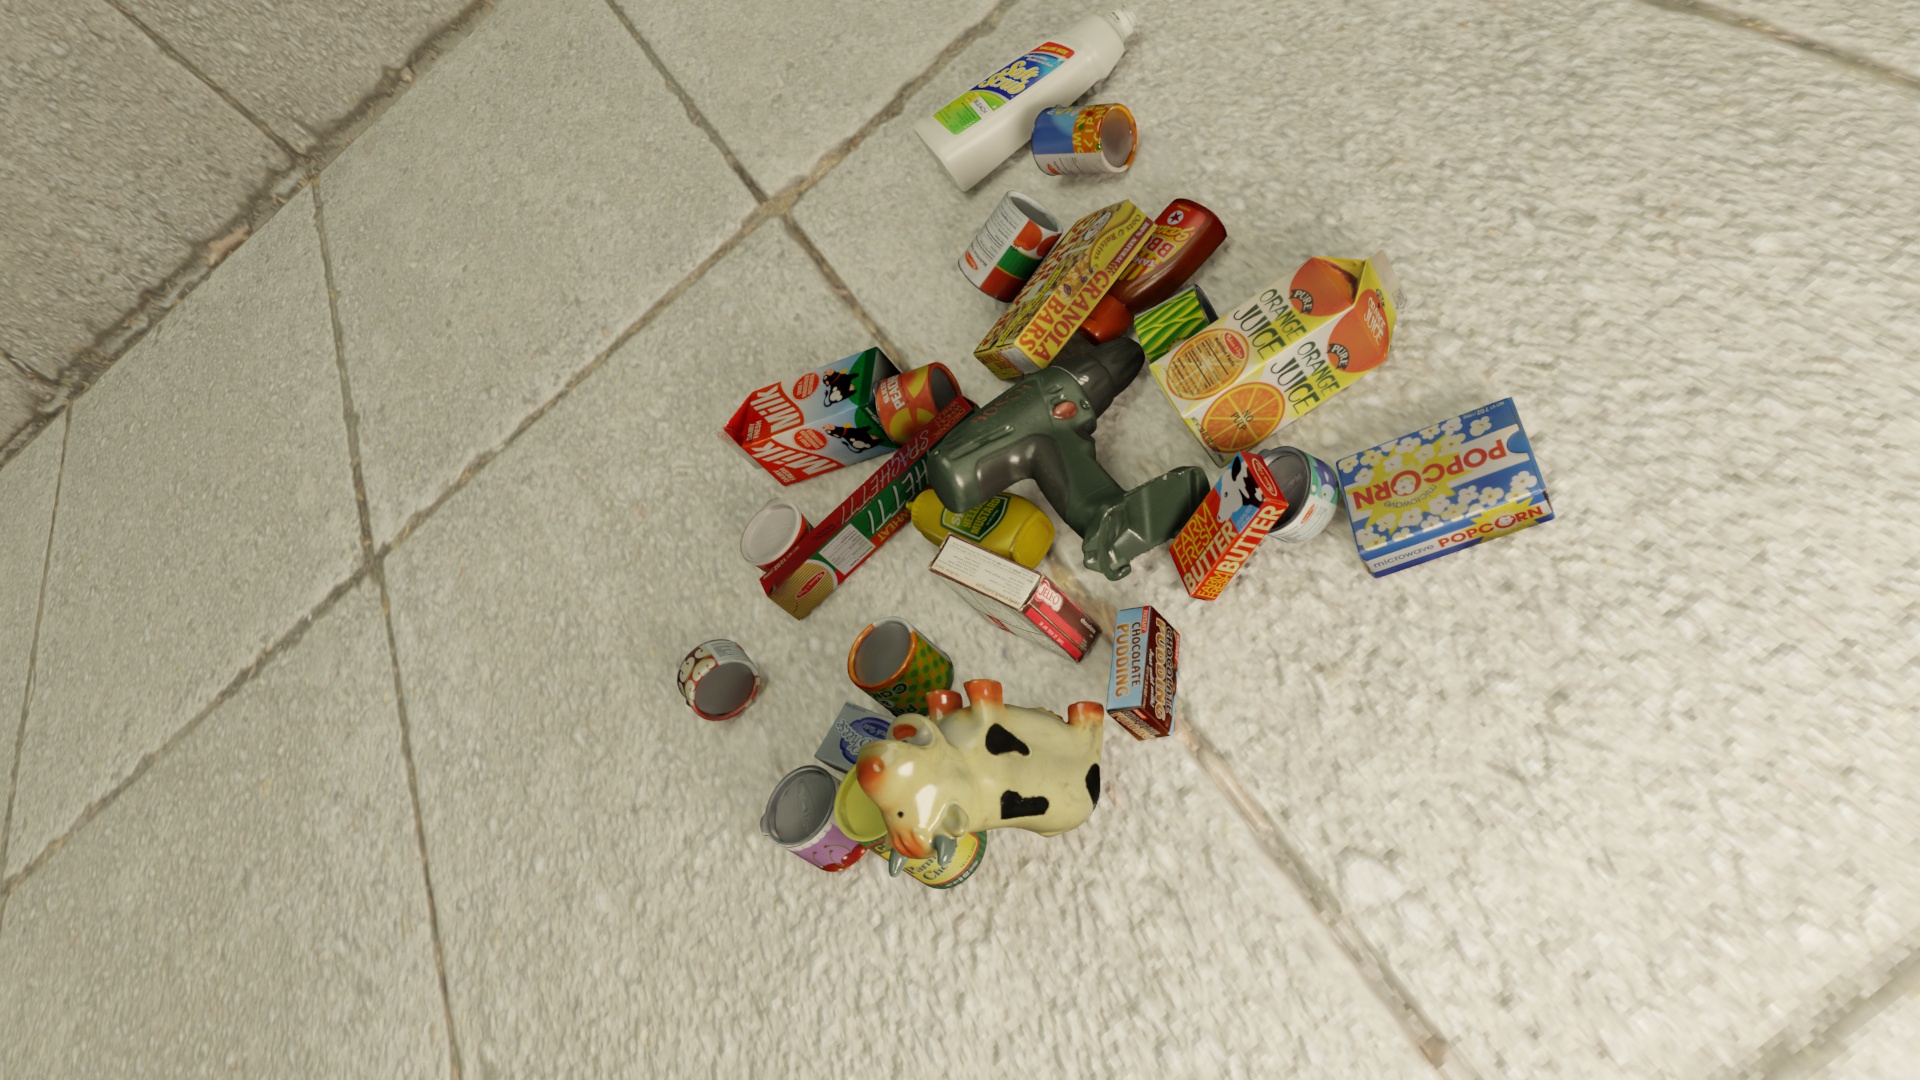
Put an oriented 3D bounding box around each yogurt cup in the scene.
[{"bbox_3d":[-0.160,0.005,1.277,0.072,0.054,0.073,-20,48,24],"label":"yogurt cup"}]

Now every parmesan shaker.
[{"bbox_3d":[-0.032,0.200,0.993,0.071,0.103,0.071,-20,49,25],"label":"parmesan shaker"}]

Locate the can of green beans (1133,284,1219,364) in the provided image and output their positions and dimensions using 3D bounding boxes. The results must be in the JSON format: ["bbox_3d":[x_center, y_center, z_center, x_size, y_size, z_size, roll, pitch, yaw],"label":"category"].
[{"bbox_3d":[0.183,-0.168,1.141,0.057,0.071,0.071,-27,46,20],"label":"can of green beans"}]

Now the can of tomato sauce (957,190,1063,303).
[{"bbox_3d":[0.049,-0.277,1.309,0.082,0.071,0.071,-51,37,29],"label":"can of tomato sauce"}]

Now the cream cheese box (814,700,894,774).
[{"bbox_3d":[-0.065,0.166,1.102,0.104,0.024,0.053,14,68,43],"label":"cream cheese box"}]

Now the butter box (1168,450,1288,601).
[{"bbox_3d":[0.193,-0.009,1.006,0.103,0.024,0.053,-59,33,35],"label":"butter box"}]

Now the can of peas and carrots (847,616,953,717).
[{"bbox_3d":[-0.049,0.104,1.113,0.071,0.058,0.071,-21,48,25],"label":"can of peas and carrots"}]

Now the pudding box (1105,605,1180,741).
[{"bbox_3d":[0.131,0.095,0.990,0.030,0.049,0.084,-12,51,33],"label":"pudding box"}]

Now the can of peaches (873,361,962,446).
[{"bbox_3d":[-0.037,-0.126,1.273,0.058,0.071,0.071,-15,50,27],"label":"can of peaches"}]

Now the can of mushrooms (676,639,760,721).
[{"bbox_3d":[-0.213,0.125,1.217,0.071,0.071,0.033,-47,44,-2],"label":"can of mushrooms"}]

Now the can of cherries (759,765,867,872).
[{"bbox_3d":[-0.110,0.216,1.073,0.071,0.058,0.072,-20,49,25],"label":"can of cherries"}]

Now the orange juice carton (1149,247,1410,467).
[{"bbox_3d":[0.252,-0.148,1.069,0.192,0.071,0.073,-33,44,12],"label":"orange juice carton"}]

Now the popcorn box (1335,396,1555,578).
[{"bbox_3d":[0.328,-0.035,0.949,0.126,0.038,0.085,-22,46,23],"label":"popcorn box"}]

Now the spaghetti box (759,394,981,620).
[{"bbox_3d":[-0.071,-0.029,1.239,0.250,0.050,0.029,-43,44,2],"label":"spaghetti box"}]

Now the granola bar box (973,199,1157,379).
[{"bbox_3d":[0.089,-0.221,1.236,0.166,0.039,0.124,-52,15,-8],"label":"granola bar box"}]

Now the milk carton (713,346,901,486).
[{"bbox_3d":[-0.144,-0.112,1.341,0.190,0.072,0.074,-16,50,28],"label":"milk carton"}]

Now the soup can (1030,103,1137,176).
[{"bbox_3d":[0.122,-0.395,1.360,0.084,0.071,0.071,10,65,41],"label":"soup can"}]

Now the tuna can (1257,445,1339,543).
[{"bbox_3d":[0.238,-0.034,1.005,0.071,0.033,0.071,-31,49,45],"label":"tuna can"}]

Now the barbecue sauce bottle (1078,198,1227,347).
[{"bbox_3d":[0.164,-0.232,1.221,0.148,0.043,0.065,-48,42,-3],"label":"barbecue sauce bottle"}]

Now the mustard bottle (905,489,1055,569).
[{"bbox_3d":[0.004,-0.015,1.171,0.160,0.048,0.065,16,64,43],"label":"mustard bottle"}]
